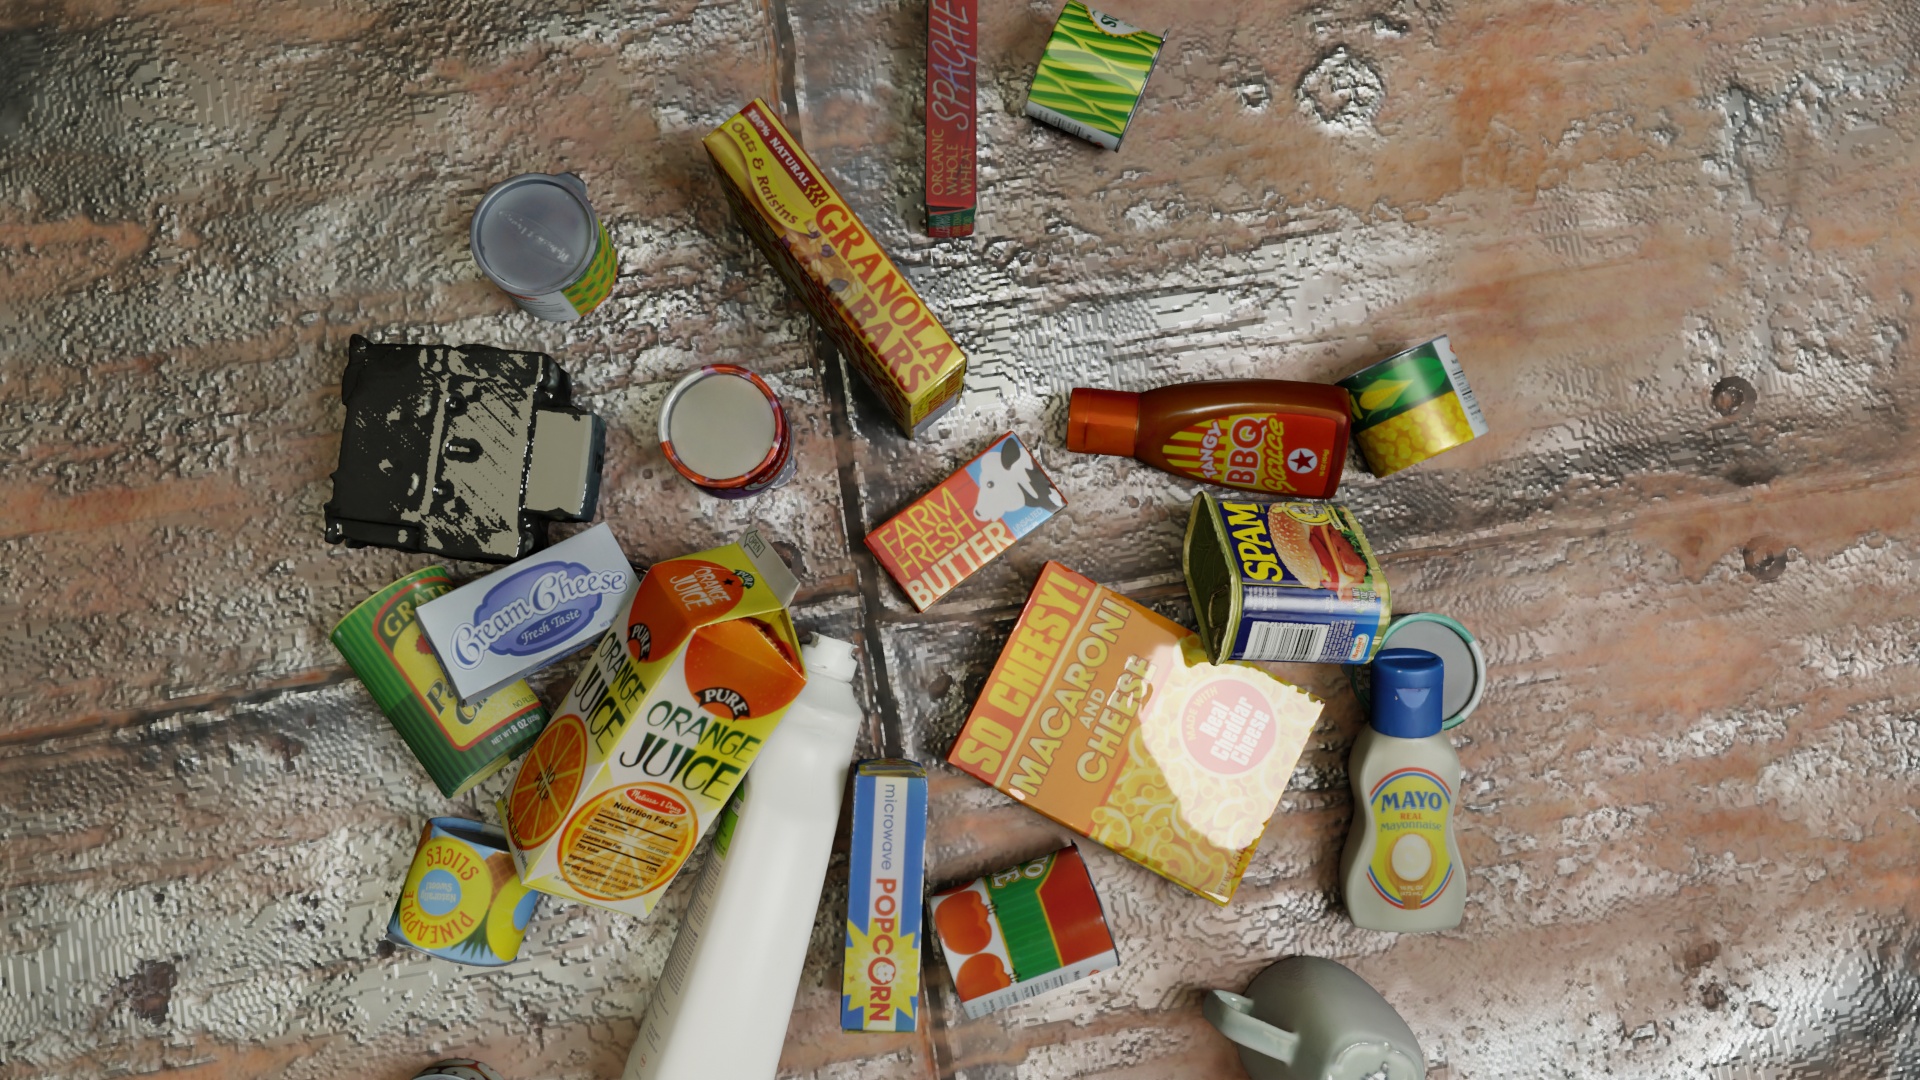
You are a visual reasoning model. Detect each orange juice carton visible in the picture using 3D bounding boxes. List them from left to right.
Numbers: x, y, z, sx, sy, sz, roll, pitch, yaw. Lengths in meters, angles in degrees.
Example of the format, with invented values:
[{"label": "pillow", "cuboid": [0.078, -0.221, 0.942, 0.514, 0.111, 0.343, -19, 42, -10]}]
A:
[{"label": "orange juice carton", "cuboid": [-0.144, 0.084, 0.692, 0.073, 0.072, 0.192, 30, 97, -36]}]

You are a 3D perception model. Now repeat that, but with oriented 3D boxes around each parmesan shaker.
[{"label": "parmesan shaker", "cuboid": [-0.266, 0.072, 0.723, 0.071, 0.071, 0.103, -37, 88, -5]}]

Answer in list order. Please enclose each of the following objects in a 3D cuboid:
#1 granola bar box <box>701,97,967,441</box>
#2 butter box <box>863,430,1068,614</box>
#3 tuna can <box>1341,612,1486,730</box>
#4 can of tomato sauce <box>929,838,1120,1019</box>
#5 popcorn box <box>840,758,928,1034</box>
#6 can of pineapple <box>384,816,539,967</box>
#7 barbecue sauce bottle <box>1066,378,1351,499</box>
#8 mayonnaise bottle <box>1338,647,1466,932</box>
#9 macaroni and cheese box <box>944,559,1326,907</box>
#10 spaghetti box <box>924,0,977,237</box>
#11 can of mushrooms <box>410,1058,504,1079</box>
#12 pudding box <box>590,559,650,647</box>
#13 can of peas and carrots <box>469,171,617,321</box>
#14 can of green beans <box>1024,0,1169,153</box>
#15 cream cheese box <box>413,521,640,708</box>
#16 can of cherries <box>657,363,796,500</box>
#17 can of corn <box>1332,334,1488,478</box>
[{"label": "granola bar box", "cuboid": [-0.062, -0.135, 0.722, 0.039, 0.124, 0.165, -38, 88, -4]}, {"label": "butter box", "cuboid": [0.003, -0.010, 0.763, 0.103, 0.024, 0.053, -36, 88, -6]}, {"label": "tuna can", "cuboid": [0.249, 0.072, 0.763, 0.071, 0.033, 0.071, 0, 85, -3]}, {"label": "can of tomato sauce", "cuboid": [0.032, 0.201, 0.724, 0.083, 0.071, 0.071, -19, 86, -4]}, {"label": "popcorn box", "cuboid": [-0.039, 0.178, 0.712, 0.038, 0.085, 0.126, 3, 84, -4]}, {"label": "can of pineapple", "cuboid": [-0.251, 0.179, 0.709, 0.071, 0.071, 0.058, 18, 83, -1]}, {"label": "barbecue sauce bottle", "cuboid": [0.133, -0.060, 0.758, 0.148, 0.044, 0.064, 6, 128, 7]}, {"label": "mayonnaise bottle", "cuboid": [0.233, 0.132, 0.730, 0.065, 0.041, 0.147, -2, 104, 6]}, {"label": "macaroni and cheese box", "cuboid": [0.092, 0.102, 0.749, 0.166, 0.040, 0.124, 28, 84, 0]}, {"label": "spaghetti box", "cuboid": [-0.005, -0.296, 0.778, 0.029, 0.050, 0.250, 0, 85, -2]}, {"label": "can of mushrooms", "cuboid": [-0.262, 0.305, 0.715, 0.071, 0.033, 0.071, 0, 84, -3]}, {"label": "pudding box", "cuboid": [-0.178, 0.037, 0.747, 0.084, 0.030, 0.049, 21, 85, -1]}, {"label": "can of peas and carrots", "cuboid": [-0.222, -0.159, 0.749, 0.071, 0.058, 0.071, 0, 84, -3]}, {"label": "can of green beans", "cuboid": [0.074, -0.257, 0.770, 0.058, 0.071, 0.071, 23, 84, 0]}, {"label": "cream cheese box", "cuboid": [-0.215, 0.036, 0.701, 0.104, 0.024, 0.053, -28, 84, -26]}, {"label": "can of cherries", "cuboid": [-0.122, -0.056, 0.744, 0.071, 0.058, 0.071, 0, 84, -2]}, {"label": "can of corn", "cuboid": [0.244, -0.072, 0.762, 0.071, 0.071, 0.058, -23, 87, -5]}]
